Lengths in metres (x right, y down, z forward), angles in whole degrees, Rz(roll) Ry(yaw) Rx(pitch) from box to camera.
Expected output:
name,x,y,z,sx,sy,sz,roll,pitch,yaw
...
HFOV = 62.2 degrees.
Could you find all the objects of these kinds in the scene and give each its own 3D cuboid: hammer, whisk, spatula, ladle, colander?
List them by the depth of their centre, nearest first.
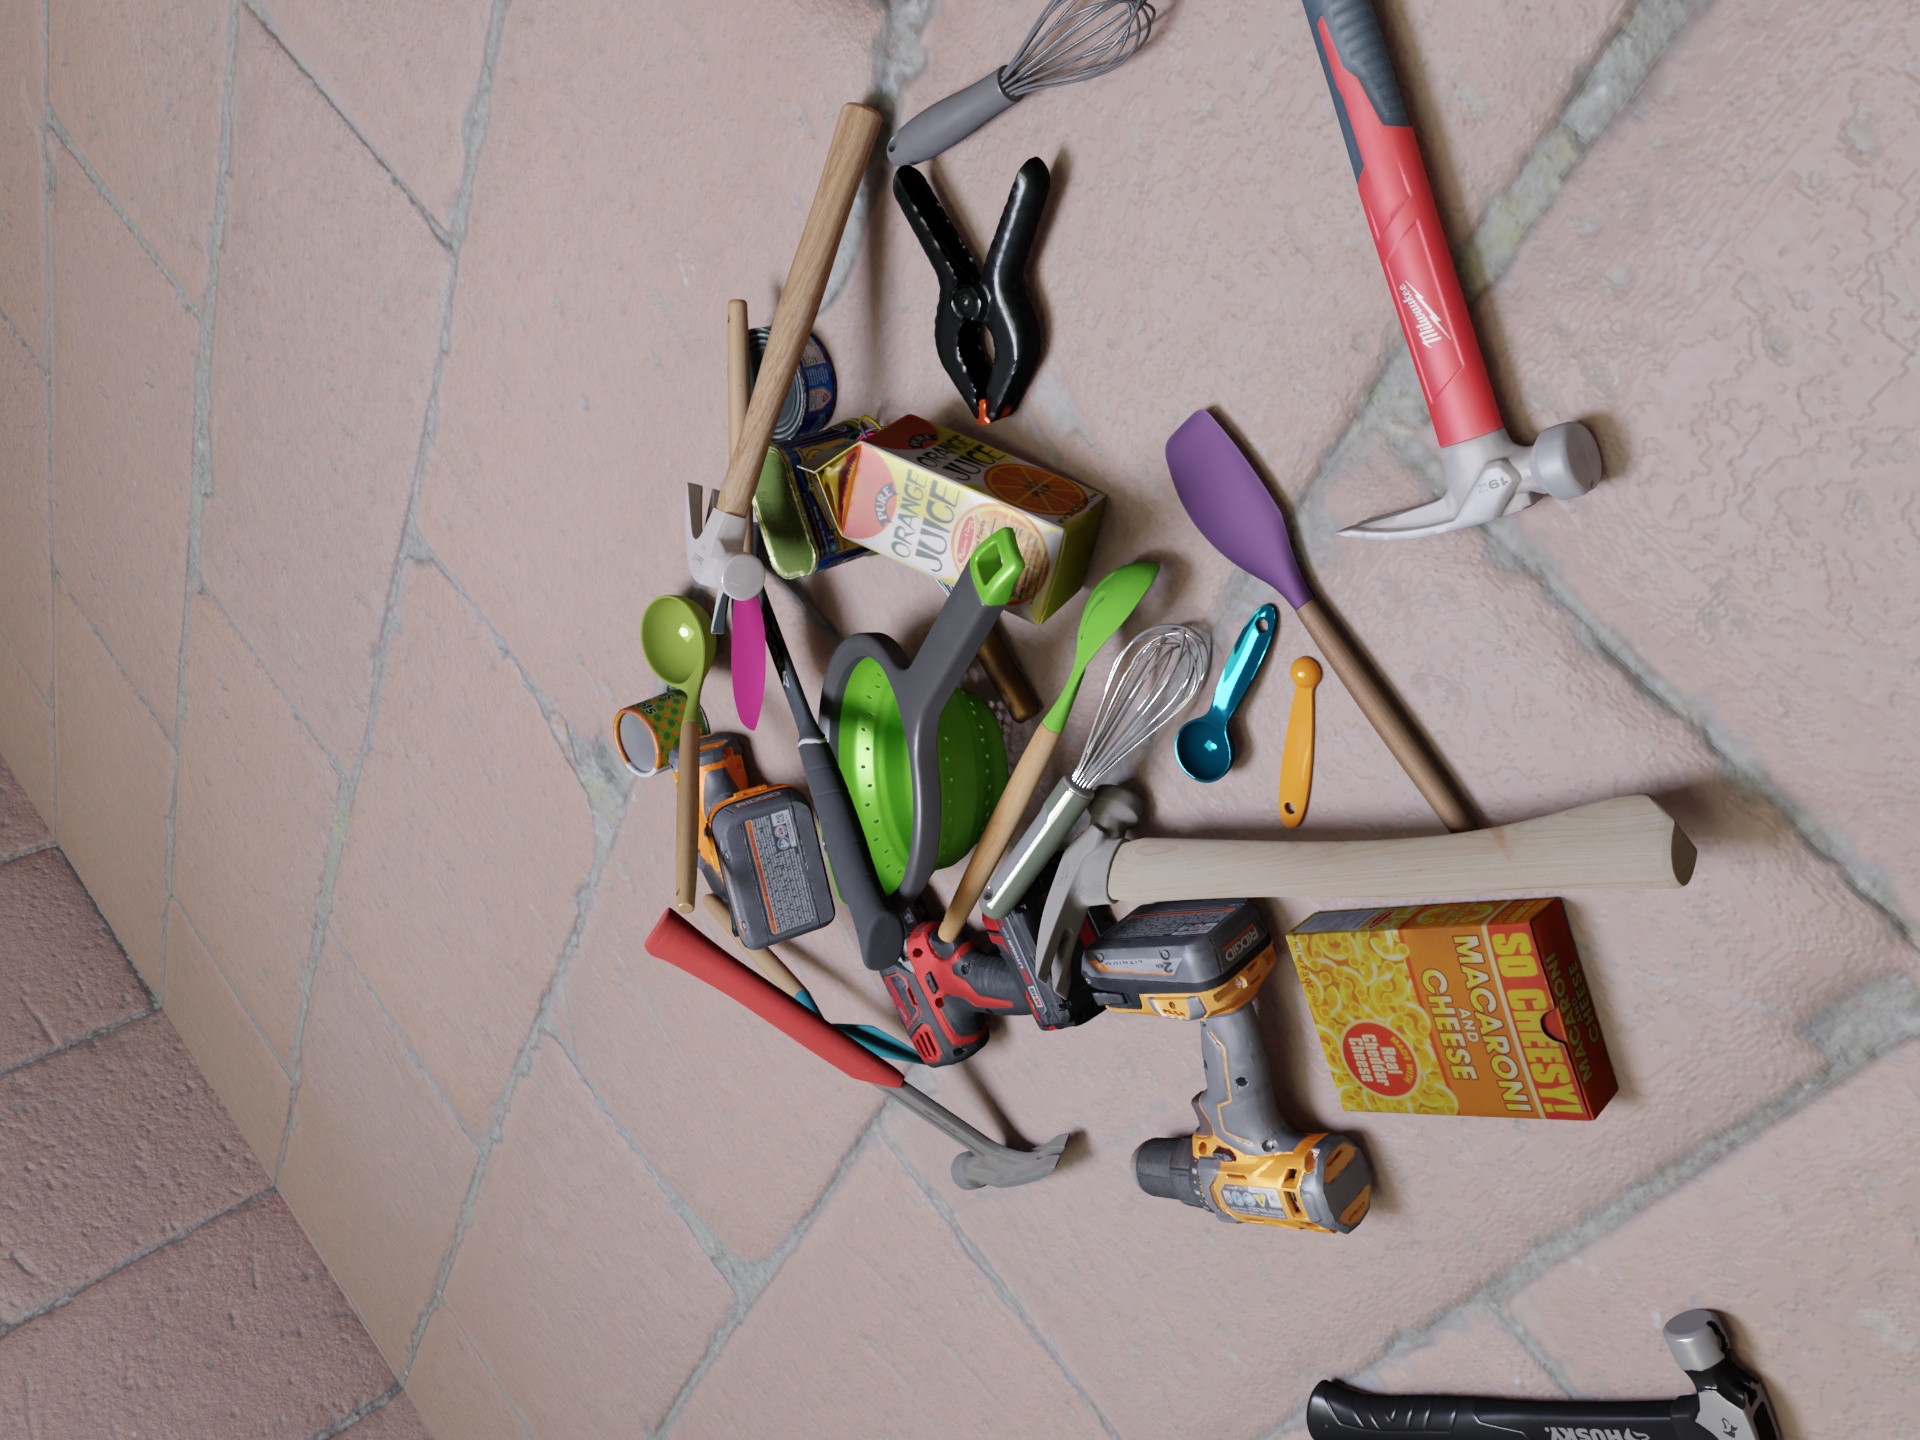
name,x,y,z,sx,sy,sz,roll,pitch,yaw
hammer,0.207,-0.285,0.823,0.143,0.038,0.386,-12,99,49
hammer,0.210,0.094,0.921,0.411,0.146,0.038,-8,142,47
spatula,0.217,-0.046,0.937,0.316,0.018,0.059,56,140,10
whisk,0.029,-0.384,0.953,0.239,0.055,0.055,-9,102,51
hammer,0.356,0.454,1.016,0.335,0.035,0.146,-27,88,48
whisk,0.081,0.037,1.042,0.246,0.059,0.058,-57,23,21
hammer,-0.119,-0.248,1.069,0.130,0.031,0.331,30,102,60
colander,-0.002,-0.003,1.075,0.397,0.094,0.205,123,137,-54
whisk,-0.012,-0.107,1.122,0.047,0.051,0.245,-31,89,42
hammer,-0.117,0.006,1.174,0.149,0.036,0.409,113,144,-44
hammer,-0.088,0.258,1.246,0.359,0.037,0.149,37,145,-11
ladle,-0.227,0.021,1.265,0.078,0.062,0.321,-50,32,35
spatula,-0.142,0.219,1.380,0.318,0.044,0.082,33,174,47

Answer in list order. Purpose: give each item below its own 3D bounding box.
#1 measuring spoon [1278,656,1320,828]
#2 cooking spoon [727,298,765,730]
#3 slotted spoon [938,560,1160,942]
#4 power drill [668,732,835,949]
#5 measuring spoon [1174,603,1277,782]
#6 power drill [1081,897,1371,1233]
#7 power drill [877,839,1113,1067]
name,x,y,z,sx,sy,sz,roll,pitch,yaw
measuring spoon,0.206,0.016,0.980,0.021,0.011,0.116,21,122,38
cooking spoon,-0.163,-0.149,1.185,0.069,0.017,0.319,24,116,61
slotted spoon,0.050,0.026,1.059,0.031,0.070,0.313,24,115,-2
power drill,-0.176,0.110,1.318,0.227,0.084,0.164,-153,49,-65
measuring spoon,0.174,-0.018,1.000,0.042,0.021,0.128,37,122,29
power drill,0.162,0.240,1.083,0.185,0.084,0.226,-13,103,49
power drill,0.007,0.161,1.204,0.226,0.080,0.188,-26,88,51
